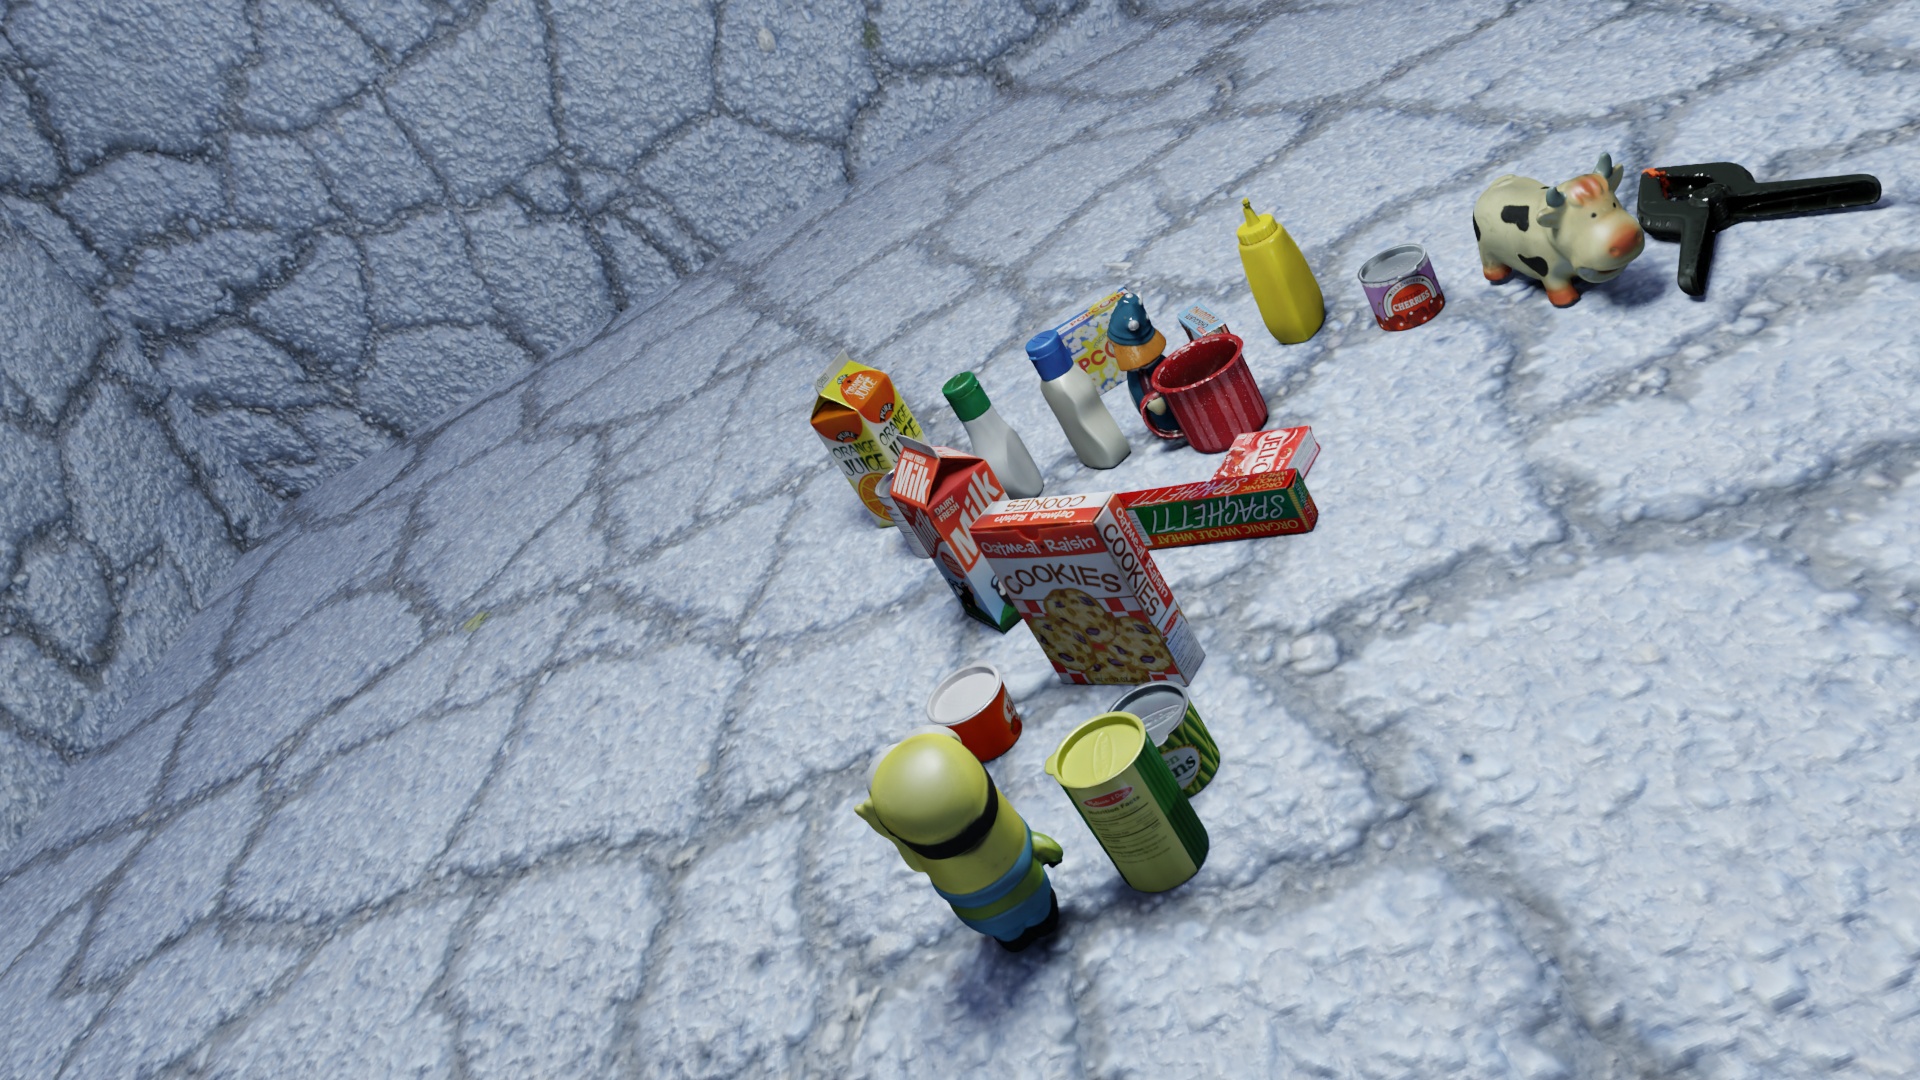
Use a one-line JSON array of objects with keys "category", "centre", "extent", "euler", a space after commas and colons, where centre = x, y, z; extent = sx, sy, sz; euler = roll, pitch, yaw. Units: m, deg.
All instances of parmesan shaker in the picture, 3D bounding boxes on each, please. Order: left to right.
[{"category": "parmesan shaker", "centre": [0.109, 0.172, 0.907], "extent": [0.071, 0.102, 0.071], "euler": [-25, 27, 14]}]

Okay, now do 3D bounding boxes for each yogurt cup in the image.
[{"category": "yogurt cup", "centre": [0.014, 0.141, 1.117], "extent": [0.072, 0.053, 0.073], "euler": [-25, 27, 14]}]

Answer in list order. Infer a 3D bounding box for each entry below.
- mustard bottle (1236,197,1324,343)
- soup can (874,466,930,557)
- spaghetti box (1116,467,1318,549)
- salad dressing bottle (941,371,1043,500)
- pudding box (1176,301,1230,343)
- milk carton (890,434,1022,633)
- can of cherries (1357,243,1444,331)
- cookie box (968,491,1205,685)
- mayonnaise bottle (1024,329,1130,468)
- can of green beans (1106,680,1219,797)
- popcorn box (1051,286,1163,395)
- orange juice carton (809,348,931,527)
[{"category": "mustard bottle", "centre": [0.313, -0.275, 1.389], "extent": [0.049, 0.159, 0.065], "euler": [-2, 39, 46]}, {"category": "soup can", "centre": [-0.037, -0.035, 1.437], "extent": [0.071, 0.083, 0.072], "euler": [-25, 27, 14]}, {"category": "spaghetti box", "centre": [0.188, -0.021, 1.212], "extent": [0.249, 0.050, 0.029], "euler": [-7, 35, 40]}, {"category": "salad dressing bottle", "centre": [0.032, -0.103, 1.407], "extent": [0.044, 0.147, 0.064], "euler": [-16, 31, 30]}, {"category": "pudding box", "centre": [0.262, -0.215, 1.465], "extent": [0.030, 0.049, 0.084], "euler": [-30, 26, 3]}, {"category": "milk carton", "centre": [0.004, -0.016, 1.240], "extent": [0.073, 0.190, 0.072], "euler": [-40, 27, -16]}, {"category": "can of cherries", "centre": [0.422, -0.241, 1.328], "extent": [0.071, 0.058, 0.072], "euler": [-25, 27, 14]}, {"category": "cookie box", "centre": [0.098, 0.041, 1.071], "extent": [0.123, 0.167, 0.040], "euler": [-4, 37, 43]}, {"category": "mayonnaise bottle", "centre": [0.114, -0.140, 1.384], "extent": [0.041, 0.147, 0.065], "euler": [-42, 28, -19]}, {"category": "can of green beans", "centre": [0.141, 0.142, 0.975], "extent": [0.071, 0.057, 0.071], "euler": [-25, 27, 14]}, {"category": "popcorn box", "centre": [0.150, -0.210, 1.535], "extent": [0.127, 0.085, 0.038], "euler": [-31, 26, 2]}, {"category": "orange juice carton", "centre": [-0.094, -0.112, 1.506], "extent": [0.073, 0.192, 0.072], "euler": [-10, 34, 38]}]
